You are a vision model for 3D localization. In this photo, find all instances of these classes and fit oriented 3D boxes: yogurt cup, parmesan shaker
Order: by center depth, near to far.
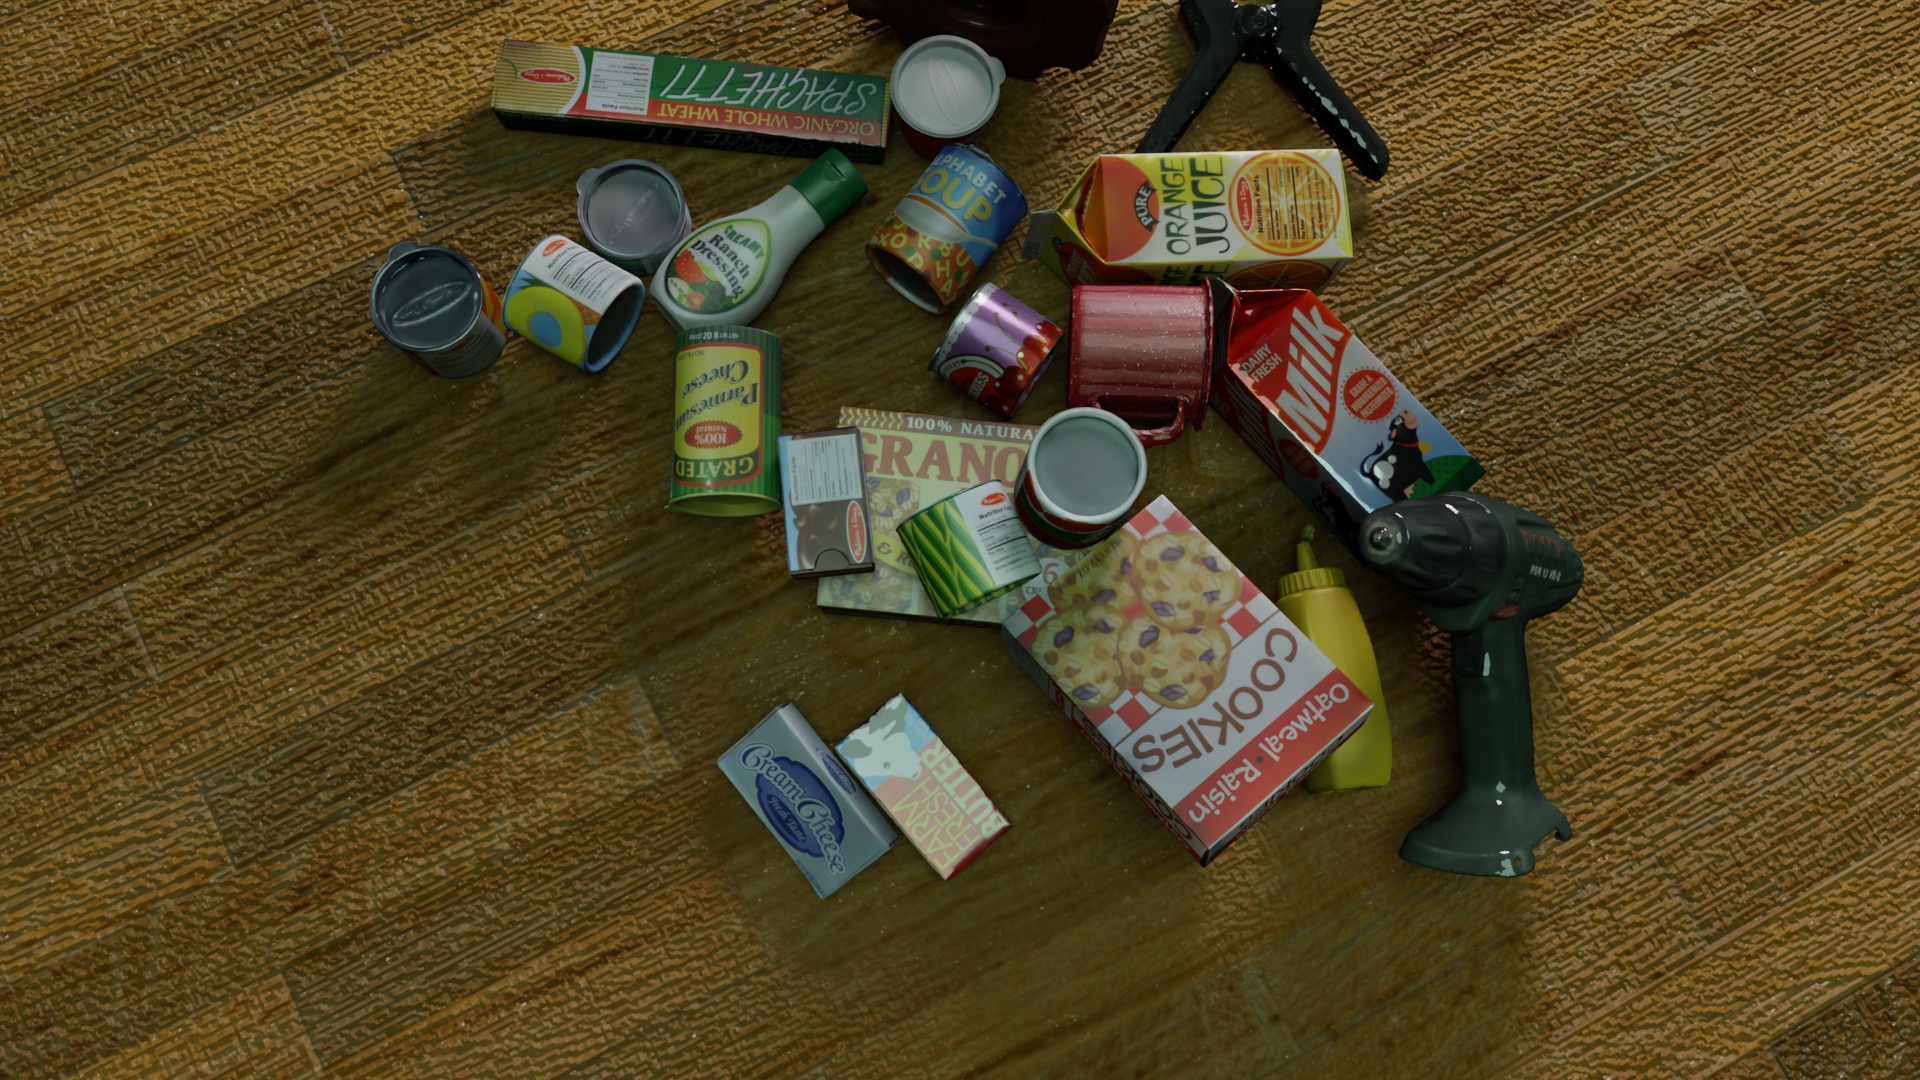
[{"bbox_3d":[-0.143,-0.070,0.830,0.071,0.071,0.103,-1,80,-3],"label":"parmesan shaker"},{"bbox_3d":[-0.010,-0.276,0.881,0.072,0.054,0.072,0,80,-3],"label":"yogurt cup"}]

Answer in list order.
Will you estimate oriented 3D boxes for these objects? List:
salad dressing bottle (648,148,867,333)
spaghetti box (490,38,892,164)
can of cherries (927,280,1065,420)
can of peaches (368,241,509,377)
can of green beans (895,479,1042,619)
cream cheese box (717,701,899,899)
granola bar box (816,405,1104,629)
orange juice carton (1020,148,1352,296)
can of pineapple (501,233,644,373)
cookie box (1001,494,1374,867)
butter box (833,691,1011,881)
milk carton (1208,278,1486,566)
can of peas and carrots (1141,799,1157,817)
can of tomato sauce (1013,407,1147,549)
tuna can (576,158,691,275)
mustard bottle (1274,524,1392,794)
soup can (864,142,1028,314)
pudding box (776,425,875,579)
[{"bbox_3d":[-0.124,-0.184,0.863,0.148,0.044,0.064,-42,83,-9],"label":"salad dressing bottle"},{"bbox_3d":[-0.168,-0.279,0.886,0.250,0.028,0.050,5,79,-2],"label":"spaghetti box"},{"bbox_3d":[0.022,-0.113,0.845,0.058,0.071,0.071,34,80,2],"label":"can of cherries"},{"bbox_3d":[-0.314,-0.139,0.839,0.071,0.058,0.071,0,80,-2],"label":"can of peaches"},{"bbox_3d":[0.005,0.006,0.782,0.071,0.071,0.058,-25,83,-7],"label":"can of green beans"},{"bbox_3d":[-0.089,0.150,0.804,0.053,0.024,0.104,-41,83,13],"label":"cream cheese box"},{"bbox_3d":[0.003,-0.011,0.840,0.166,0.039,0.124,6,80,-1],"label":"granola bar box"},{"bbox_3d":[0.136,-0.193,0.863,0.193,0.071,0.073,-3,80,-3],"label":"orange juice carton"},{"bbox_3d":[-0.233,-0.141,0.840,0.058,0.071,0.071,30,80,3],"label":"can of pineapple"},{"bbox_3d":[0.123,0.074,0.768,0.123,0.040,0.168,-37,68,-13],"label":"cookie box"},{"bbox_3d":[-0.022,0.144,0.817,0.053,0.024,0.103,-40,83,-8],"label":"butter box"},{"bbox_3d":[0.216,-0.081,0.846,0.073,0.072,0.190,-42,84,-8],"label":"milk carton"},{"bbox_3d":[0.123,0.116,0.808,0.059,0.071,0.071,-25,82,-7],"label":"can of peas and carrots"},{"bbox_3d":[0.068,-0.033,0.783,0.071,0.083,0.071,0,80,-2],"label":"can of tomato sauce"},{"bbox_3d":[-0.205,-0.202,0.868,0.071,0.032,0.071,1,80,-3],"label":"tuna can"},{"bbox_3d":[0.216,0.069,0.826,0.049,0.065,0.160,-4,74,-9],"label":"mustard bottle"},{"bbox_3d":[-0.009,-0.193,0.857,0.071,0.071,0.084,37,80,4],"label":"soup can"},{"bbox_3d":[-0.078,-0.021,0.802,0.050,0.030,0.084,-6,80,-1],"label":"pudding box"}]
